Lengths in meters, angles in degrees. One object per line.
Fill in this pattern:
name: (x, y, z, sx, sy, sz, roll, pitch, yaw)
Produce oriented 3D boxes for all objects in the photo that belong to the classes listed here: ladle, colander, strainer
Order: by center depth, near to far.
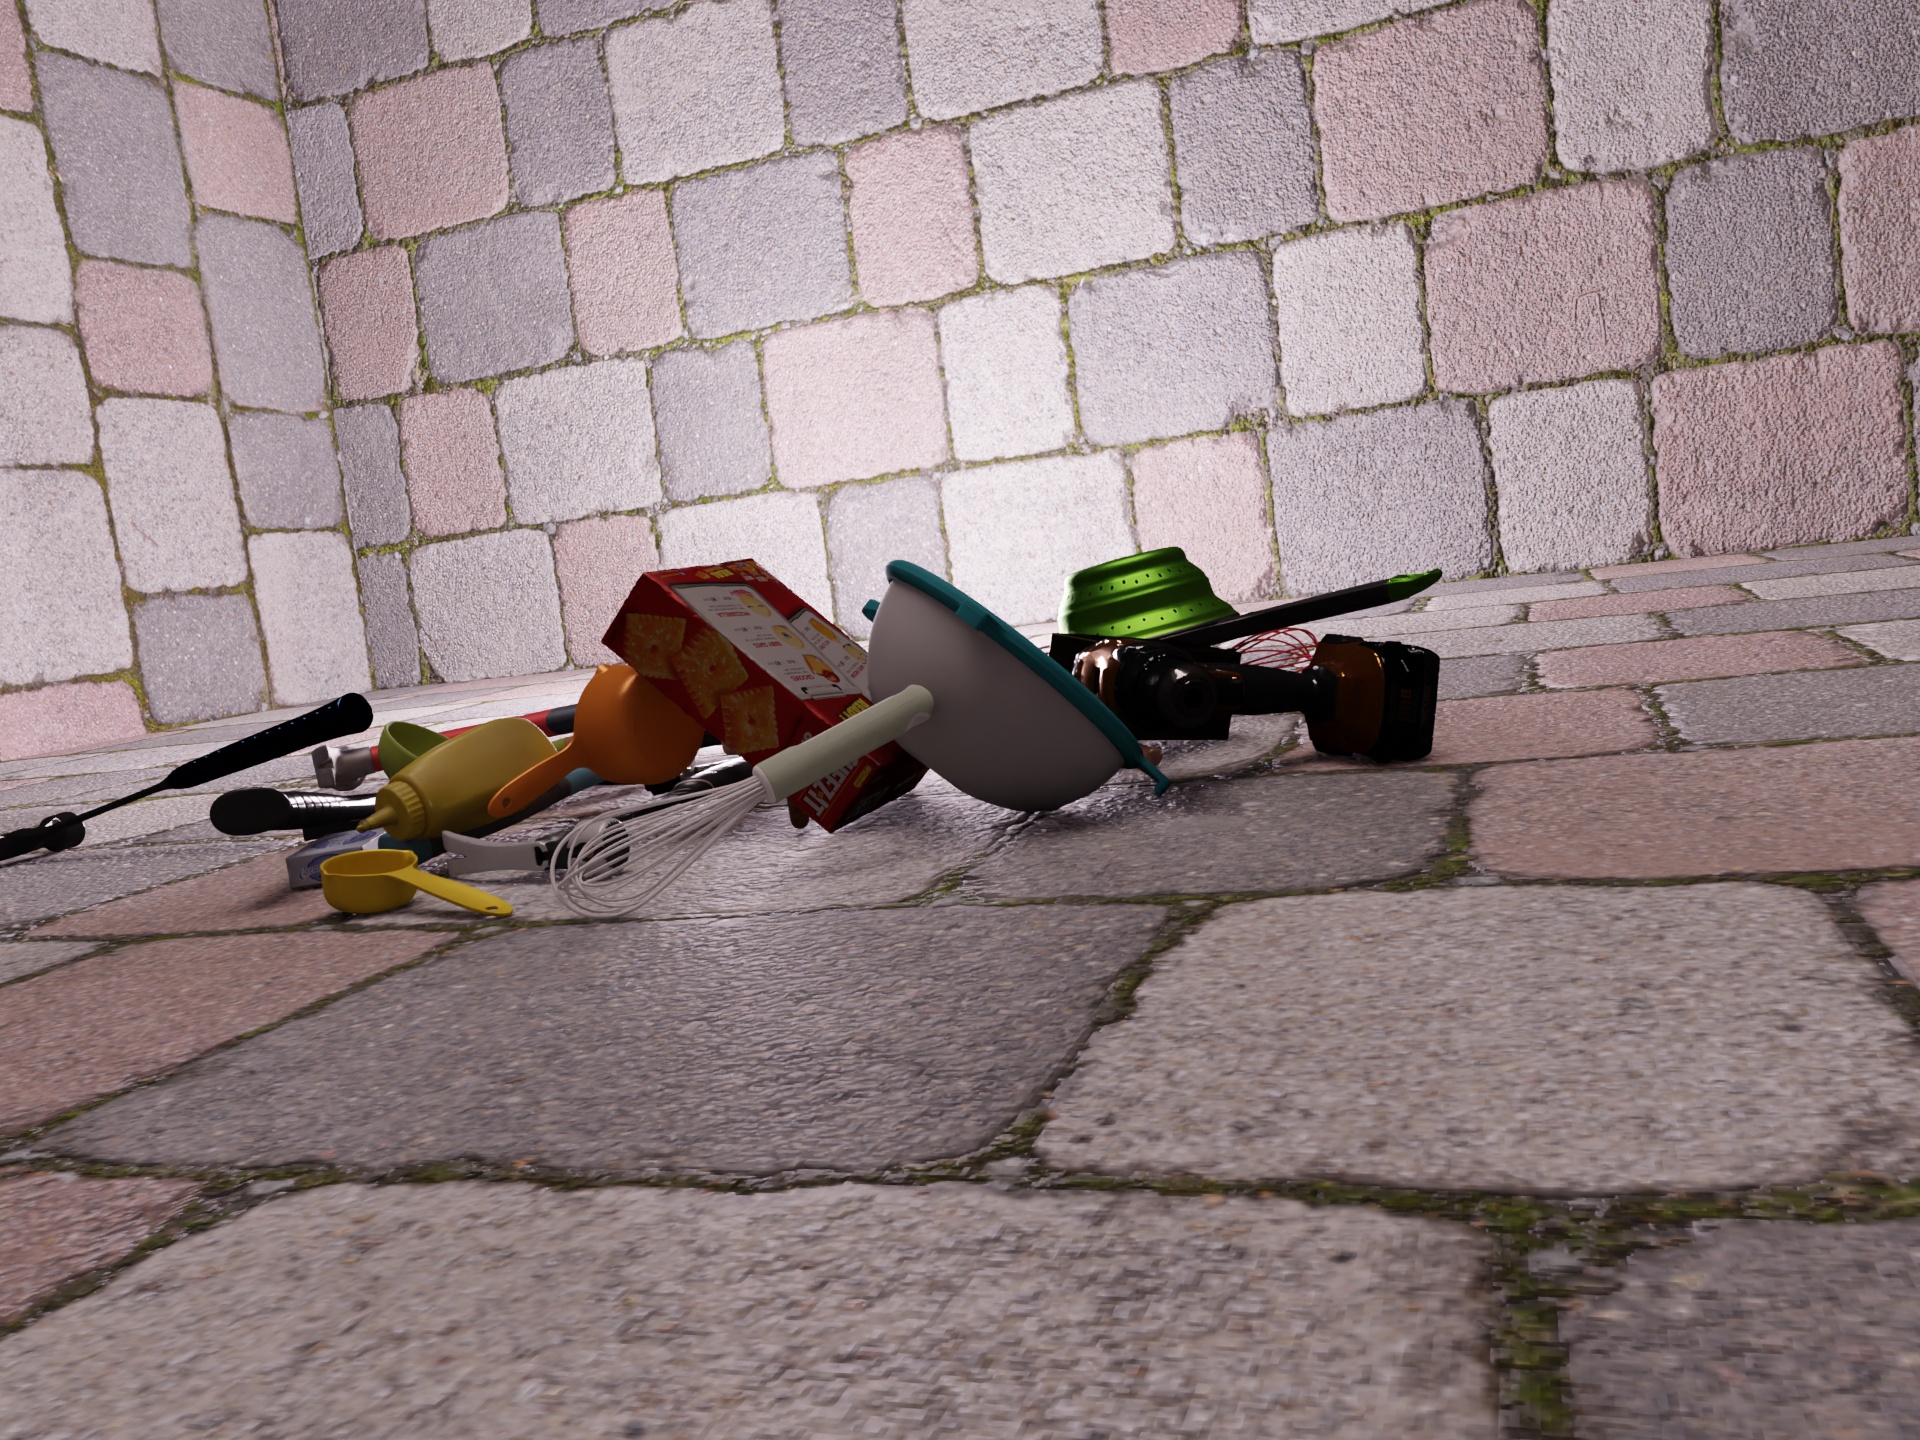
strainer: (-0.018, -0.019, 1.093, 0.210, 0.095, 0.341, 41, -6, -28)
ladle: (-0.278, 0.004, 1.219, 0.320, 0.062, 0.078, -12, 21, -13)
colander: (0.217, -0.113, 1.374, 0.397, 0.094, 0.204, -13, 3, 40)

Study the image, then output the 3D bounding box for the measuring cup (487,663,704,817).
measuring cup: (-0.251, 0.023, 1.115, 0.052, 0.095, 0.173, 2, 29, 40)

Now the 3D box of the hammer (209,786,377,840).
hammer: (-0.473, 0.067, 1.187, 0.146, 0.035, 0.335, -8, -2, -1)

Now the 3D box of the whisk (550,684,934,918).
whisk: (-0.120, 0.040, 0.912, 0.246, 0.059, 0.057, -28, -18, -20)

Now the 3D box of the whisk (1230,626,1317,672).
whisk: (0.211, -0.034, 1.370, 0.295, 0.073, 0.073, -10, 7, -35)

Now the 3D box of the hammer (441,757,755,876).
hammer: (-0.216, 0.059, 1.195, 0.149, 0.036, 0.409, -5, 6, 22)

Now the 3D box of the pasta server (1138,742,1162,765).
pasta server: (0.095, 0.006, 1.313, 0.060, 0.040, 0.316, 4, 4, -18)

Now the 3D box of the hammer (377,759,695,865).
hammer: (-0.323, 0.056, 1.234, 0.128, 0.033, 0.331, -7, 10, 27)

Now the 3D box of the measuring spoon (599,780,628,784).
measuring spoon: (-0.323, 0.062, 1.384, 0.128, 0.021, 0.042, 0, -5, -39)

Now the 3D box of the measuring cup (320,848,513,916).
measuring cup: (-0.324, 0.108, 0.955, 0.157, 0.029, 0.062, 12, 16, 33)

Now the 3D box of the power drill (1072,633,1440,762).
power drill: (0.203, -0.019, 1.066, 0.226, 0.084, 0.185, 3, 5, -10)

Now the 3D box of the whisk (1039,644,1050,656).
whisk: (-0.002, -0.005, 1.311, 0.245, 0.047, 0.051, -22, -24, -1)

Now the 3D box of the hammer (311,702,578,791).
hammer: (-0.335, 0.000, 1.326, 0.386, 0.038, 0.143, -13, 1, -18)

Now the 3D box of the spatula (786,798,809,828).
spatula: (-0.132, 0.029, 1.238, 0.081, 0.041, 0.323, 12, 15, -11)

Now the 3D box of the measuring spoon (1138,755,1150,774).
measuring spoon: (0.104, 0.008, 1.097, 0.021, 0.011, 0.116, 34, -5, 43)

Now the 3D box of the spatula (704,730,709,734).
spatula: (-0.286, 0.018, 1.518, 0.060, 0.018, 0.316, -1, 12, 35)

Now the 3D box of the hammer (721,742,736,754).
hammer: (-0.070, 0.002, 1.552, 0.331, 0.031, 0.130, -7, 6, 5)

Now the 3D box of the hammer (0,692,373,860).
hammer: (-0.672, 0.055, 1.342, 0.405, 0.035, 0.144, -18, 4, 18)
